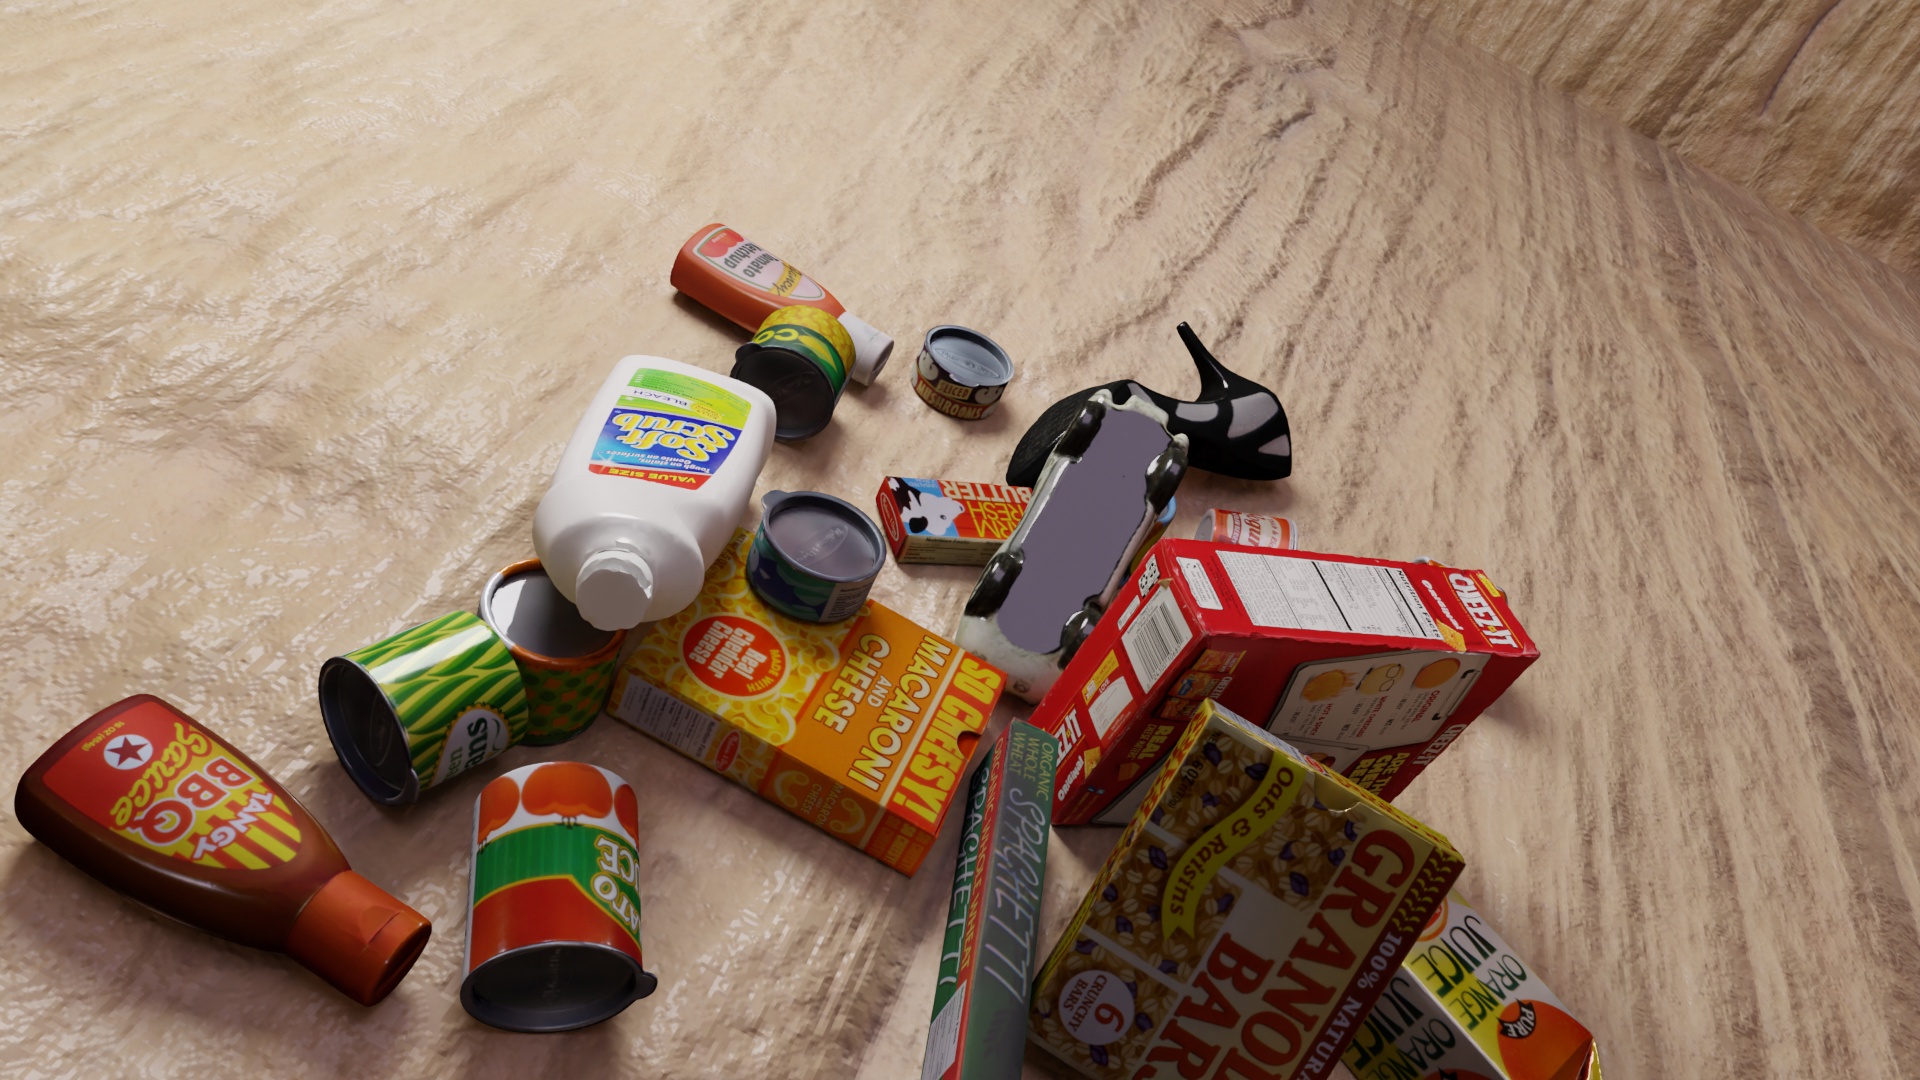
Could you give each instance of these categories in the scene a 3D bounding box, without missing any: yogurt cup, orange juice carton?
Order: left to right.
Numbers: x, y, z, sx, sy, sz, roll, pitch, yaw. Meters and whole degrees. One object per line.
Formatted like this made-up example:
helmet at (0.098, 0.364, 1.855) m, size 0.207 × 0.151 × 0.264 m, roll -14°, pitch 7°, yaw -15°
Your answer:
yogurt cup at (0.181, 0.012, 0.901) m, size 0.054 × 0.072 × 0.073 m, roll 15°, pitch 39°, yaw -3°
orange juice carton at (0.230, 0.228, 0.675) m, size 0.073 × 0.071 × 0.193 m, roll -16°, pitch 55°, yaw -42°

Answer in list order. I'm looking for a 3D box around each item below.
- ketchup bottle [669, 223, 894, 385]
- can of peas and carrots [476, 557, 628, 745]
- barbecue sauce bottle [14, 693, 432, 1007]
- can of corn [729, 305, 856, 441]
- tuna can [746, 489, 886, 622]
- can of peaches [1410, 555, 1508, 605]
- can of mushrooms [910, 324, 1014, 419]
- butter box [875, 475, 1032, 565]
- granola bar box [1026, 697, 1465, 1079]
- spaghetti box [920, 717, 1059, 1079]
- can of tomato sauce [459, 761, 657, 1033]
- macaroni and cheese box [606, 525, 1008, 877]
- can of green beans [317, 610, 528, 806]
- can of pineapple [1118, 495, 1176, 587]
ketchup bottle at (-0.116, -0.156, 0.929) m, size 0.149 × 0.043 × 0.065 m, roll 31°, pitch 38°, yaw 3°
can of peas and carrots at (-0.188, 0.050, 0.637) m, size 0.071 × 0.058 × 0.071 m, roll 17°, pitch 39°, yaw -14°
barbecue sauce bottle at (-0.270, 0.119, 0.521) m, size 0.148 × 0.043 × 0.065 m, roll 32°, pitch 37°, yaw 4°
can of corn at (-0.104, -0.106, 0.858) m, size 0.071 × 0.070 × 0.058 m, roll 24°, pitch 37°, yaw -5°
tuna can at (-0.076, 0.007, 0.709) m, size 0.071 × 0.032 × 0.071 m, roll 17°, pitch 37°, yaw -14°
can of peaches at (0.326, 0.052, 0.940) m, size 0.058 × 0.071 × 0.071 m, roll 24°, pitch 38°, yaw -6°
can of mushrooms at (0.000, -0.115, 0.961) m, size 0.071 × 0.033 × 0.071 m, roll 17°, pitch 39°, yaw -14°
butter box at (0.003, -0.011, 0.850) m, size 0.104 × 0.024 × 0.053 m, roll 3°, pitch 45°, yaw -28°
granola bar box at (0.119, 0.171, 0.602) m, size 0.124 × 0.165 × 0.039 m, roll 31°, pitch 4°, yaw 3°
spaghetti box at (0.011, 0.183, 0.612) m, size 0.029 × 0.050 × 0.251 m, roll 24°, pitch 38°, yaw -9°
can of tomato sauce at (-0.157, 0.139, 0.546) m, size 0.071 × 0.070 × 0.083 m, roll 9°, pitch 41°, yaw -23°
macaroni and cheese box at (-0.071, 0.076, 0.693) m, size 0.166 × 0.040 × 0.124 m, roll 28°, pitch 38°, yaw 1°
can of green beans at (-0.226, 0.070, 0.586) m, size 0.071 × 0.071 × 0.058 m, roll 43°, pitch 40°, yaw 19°
can of pineapple at (0.096, -0.014, 0.883) m, size 0.071 × 0.057 × 0.071 m, roll 17°, pitch 39°, yaw -14°
